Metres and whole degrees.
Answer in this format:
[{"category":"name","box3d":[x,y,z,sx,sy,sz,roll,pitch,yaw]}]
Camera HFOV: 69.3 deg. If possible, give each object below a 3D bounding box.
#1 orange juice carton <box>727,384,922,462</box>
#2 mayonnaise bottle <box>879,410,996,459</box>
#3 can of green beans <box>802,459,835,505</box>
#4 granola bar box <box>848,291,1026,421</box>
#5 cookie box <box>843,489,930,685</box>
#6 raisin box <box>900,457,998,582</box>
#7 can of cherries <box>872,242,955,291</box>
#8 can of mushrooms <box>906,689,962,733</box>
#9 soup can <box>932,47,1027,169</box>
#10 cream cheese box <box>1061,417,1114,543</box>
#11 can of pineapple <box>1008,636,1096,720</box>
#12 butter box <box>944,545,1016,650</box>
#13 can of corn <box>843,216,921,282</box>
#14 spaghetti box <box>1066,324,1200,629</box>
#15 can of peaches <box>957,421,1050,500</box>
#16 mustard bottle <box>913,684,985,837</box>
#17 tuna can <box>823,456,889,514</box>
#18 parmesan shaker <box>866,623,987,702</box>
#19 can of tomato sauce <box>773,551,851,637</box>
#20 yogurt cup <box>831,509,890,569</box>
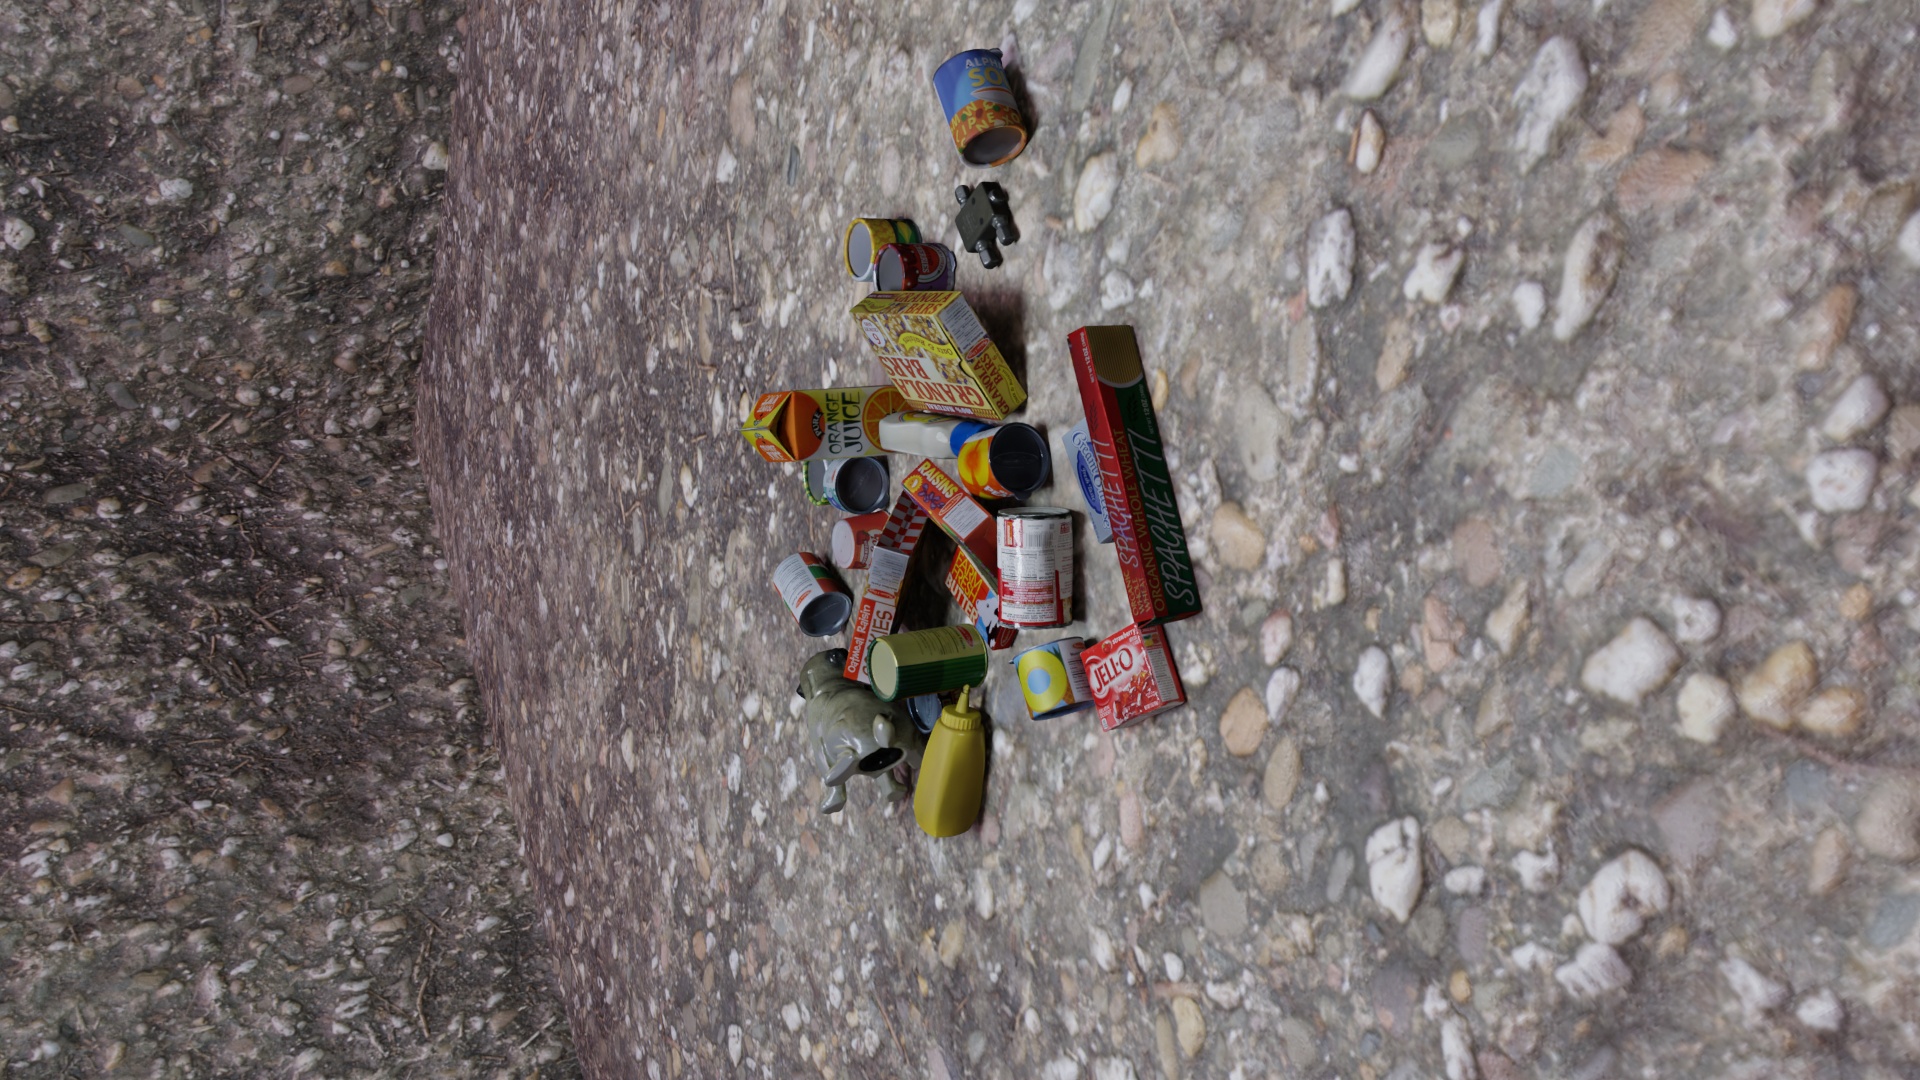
[{"category":"orange juice carton","box3d":[-0.138,-0.120,1.427,0.072,0.193,0.073,5,100,57]},{"category":"mayonnaise bottle","box3d":[-0.017,-0.102,1.363,0.148,0.065,0.041,13,113,53]},{"category":"can of green beans","box3d":[-0.139,-0.073,1.564,0.071,0.058,0.071,15,107,57]},{"category":"granola bar box","box3d":[-0.025,-0.177,1.322,0.165,0.039,0.124,16,145,57]},{"category":"cookie box","box3d":[-0.075,0.049,1.434,0.123,0.040,0.166,-69,-4,-59]},{"category":"raisin box","box3d":[0.005,-0.017,1.317,0.040,0.086,0.124,-45,44,-1]},{"category":"can of cherries","box3d":[-0.047,-0.265,1.384,0.071,0.058,0.071,16,108,57]},{"category":"can of mushrooms","box3d":[-0.025,0.166,1.443,0.071,0.033,0.071,13,105,57]},{"category":"soup can","box3d":[0.020,-0.390,1.252,0.071,0.071,0.084,-43,60,52]},{"category":"cream cheese box","box3d":[0.123,-0.055,1.177,0.053,0.024,0.104,-42,60,51]},{"category":"can of pineapple","box3d":[0.084,0.123,1.227,0.070,0.071,0.058,-39,63,54]},{"category":"butter box","box3d":[0.023,0.054,1.356,0.104,0.024,0.052,53,136,39]},{"category":"can of corn","box3d":[-0.081,-0.302,1.435,0.071,0.058,0.071,15,107,56]},{"category":"spaghetti box","box3d":[0.140,-0.055,1.126,0.028,0.050,0.250,-29,71,57]},{"category":"can of peaches","box3d":[0.039,-0.069,1.270,0.058,0.071,0.071,-9,87,59]},{"category":"mustard bottle","box3d":[-0.005,0.217,1.396,0.049,0.065,0.159,26,111,48]},{"category":"tuna can","box3d":[-0.113,-0.061,1.521,0.033,0.071,0.071,13,106,58]},{"category":"parmesan shaker","box3d":[-0.035,0.120,1.386,0.071,0.103,0.071,15,108,57]},{"category":"can of tomato sauce","box3d":[-0.175,0.064,1.640,0.083,0.071,0.070,51,135,43]},{"category":"yogurt cup","box3d":[-0.106,0.002,1.528,0.072,0.054,0.072,13,105,57]}]
